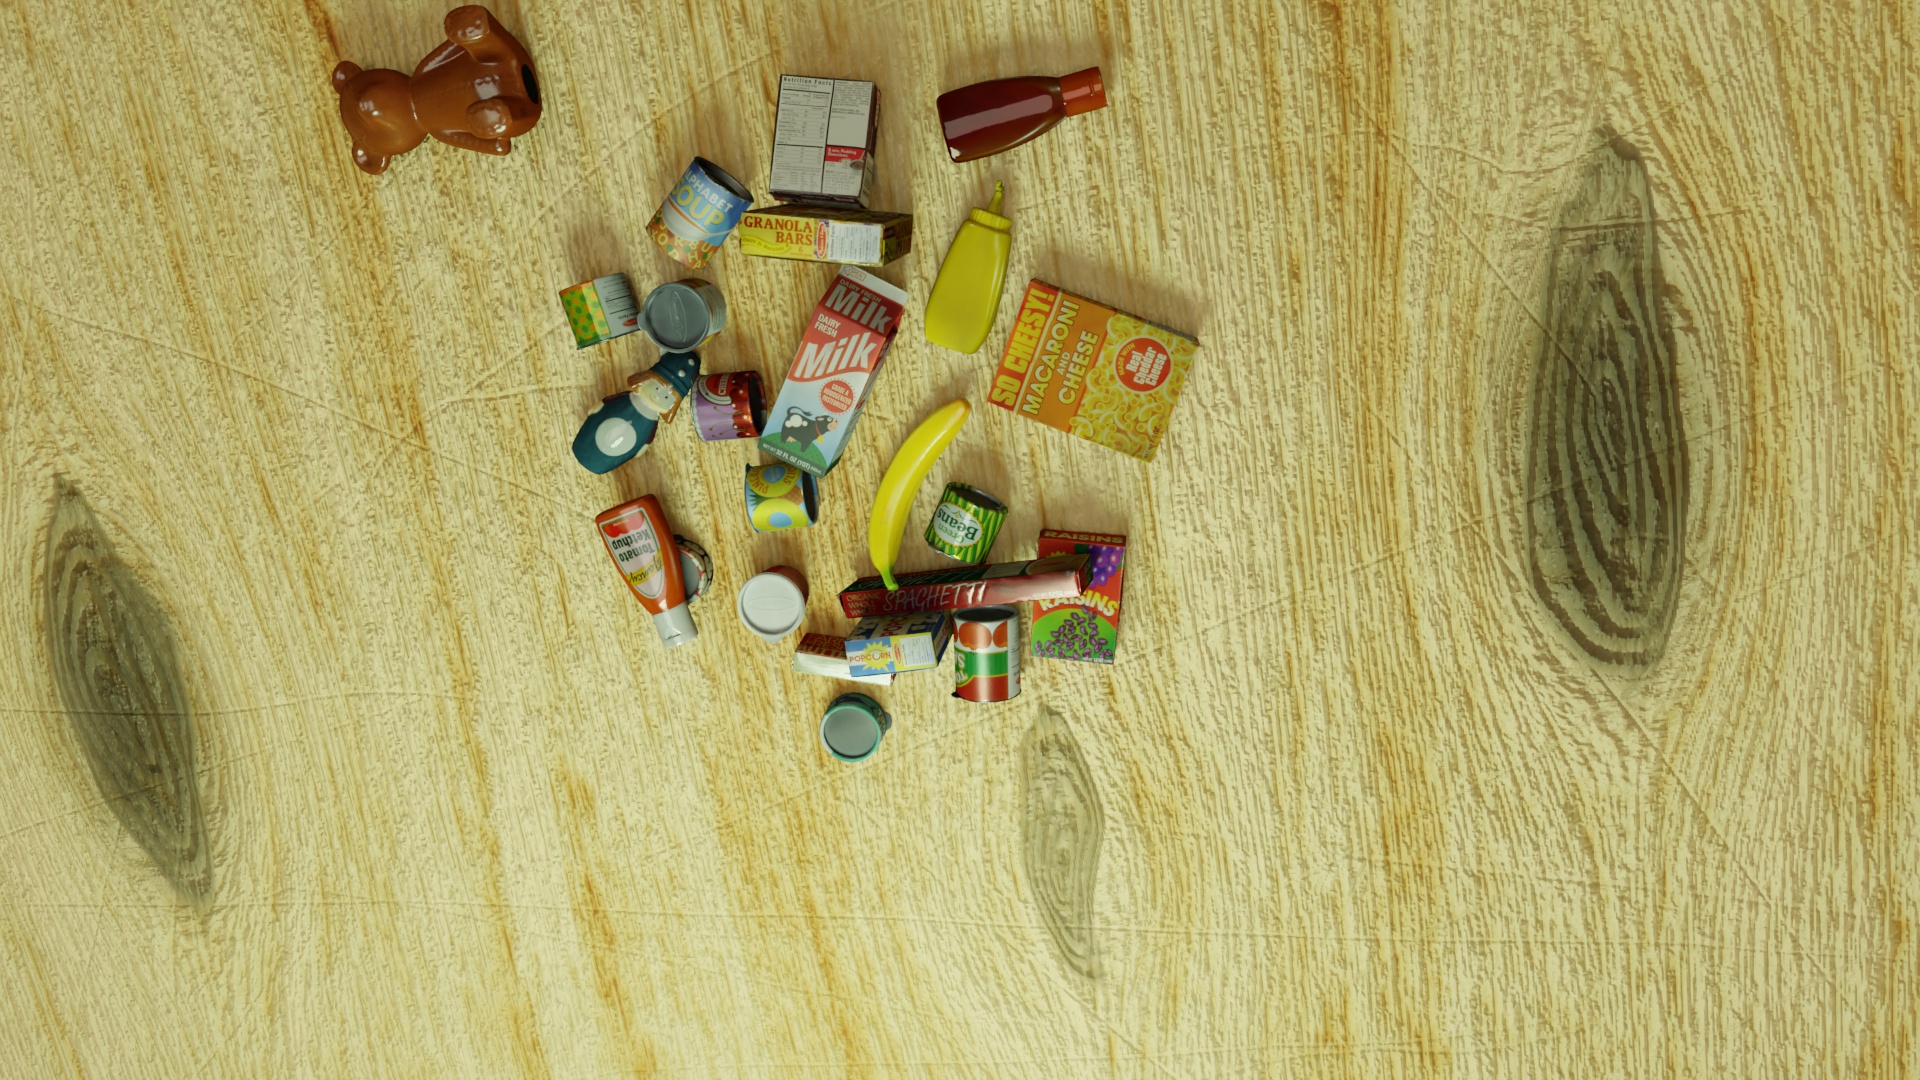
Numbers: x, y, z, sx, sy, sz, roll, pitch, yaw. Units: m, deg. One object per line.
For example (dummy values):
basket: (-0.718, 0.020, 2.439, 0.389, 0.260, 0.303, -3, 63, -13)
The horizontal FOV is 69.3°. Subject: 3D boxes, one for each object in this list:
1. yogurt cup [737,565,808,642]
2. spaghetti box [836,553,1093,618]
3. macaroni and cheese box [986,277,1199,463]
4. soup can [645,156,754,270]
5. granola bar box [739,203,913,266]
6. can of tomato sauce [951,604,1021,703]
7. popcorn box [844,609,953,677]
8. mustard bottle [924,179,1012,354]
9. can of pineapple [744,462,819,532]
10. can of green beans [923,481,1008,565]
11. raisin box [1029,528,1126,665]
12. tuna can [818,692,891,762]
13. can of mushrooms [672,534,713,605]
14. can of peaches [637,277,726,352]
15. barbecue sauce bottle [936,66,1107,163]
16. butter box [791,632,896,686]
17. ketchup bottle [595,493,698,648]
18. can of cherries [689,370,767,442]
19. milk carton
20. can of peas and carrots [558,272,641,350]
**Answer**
yogurt cup: (-0.184, 0.058, 1.391, 0.072, 0.054, 0.072, 2, 105, 6)
spaghetti box: (0.003, 0.044, 1.340, 0.250, 0.050, 0.028, -7, 105, 22)
macaroni and cheese box: (0.123, -0.159, 1.304, 0.166, 0.040, 0.123, 21, 106, 1)
soup can: (-0.245, -0.304, 1.295, 0.071, 0.071, 0.083, 39, 106, -4)
granola bar box: (-0.115, -0.273, 1.238, 0.124, 0.166, 0.039, 6, 106, 5)
can of tomato sauce: (0.024, 0.110, 1.372, 0.071, 0.071, 0.083, 0, 104, 7)
popcorn box: (-0.057, 0.093, 1.347, 0.085, 0.127, 0.038, -8, 101, 9)
mustard bottle: (0.015, -0.255, 1.288, 0.065, 0.049, 0.159, 20, 105, 1)
can of pineapple: (-0.174, -0.045, 1.356, 0.058, 0.071, 0.070, -7, 104, 8)
can of green beans: (0.006, -0.017, 1.342, 0.071, 0.071, 0.057, 24, 106, 0)
raisin box: (0.115, 0.055, 1.361, 0.086, 0.040, 0.123, 5, 106, 7)
tuna can: (-0.108, 0.193, 1.427, 0.071, 0.033, 0.071, 2, 105, 7)
can of mushrooms: (-0.288, 0.031, 1.407, 0.071, 0.033, 0.071, 2, 103, 8)
can of peaches: (-0.265, -0.216, 1.328, 0.071, 0.058, 0.071, 2, 106, 7)
barbecue sauce bottle: (0.056, -0.389, 1.251, 0.148, 0.044, 0.064, -13, 103, 10)
butter box: (-0.114, 0.119, 1.399, 0.103, 0.053, 0.024, 8, 109, 5)
ketchup bottle: (-0.302, 0.032, 1.368, 0.064, 0.044, 0.148, -19, 100, 11)
can of cherries: (-0.223, -0.131, 1.339, 0.058, 0.072, 0.071, -4, 104, 8)
milk carton: (-0.117, -0.163, 1.315, 0.072, 0.074, 0.190, 26, 106, 0)
can of peas and carrots: (-0.347, -0.220, 1.333, 0.071, 0.071, 0.058, -15, 102, 11)
